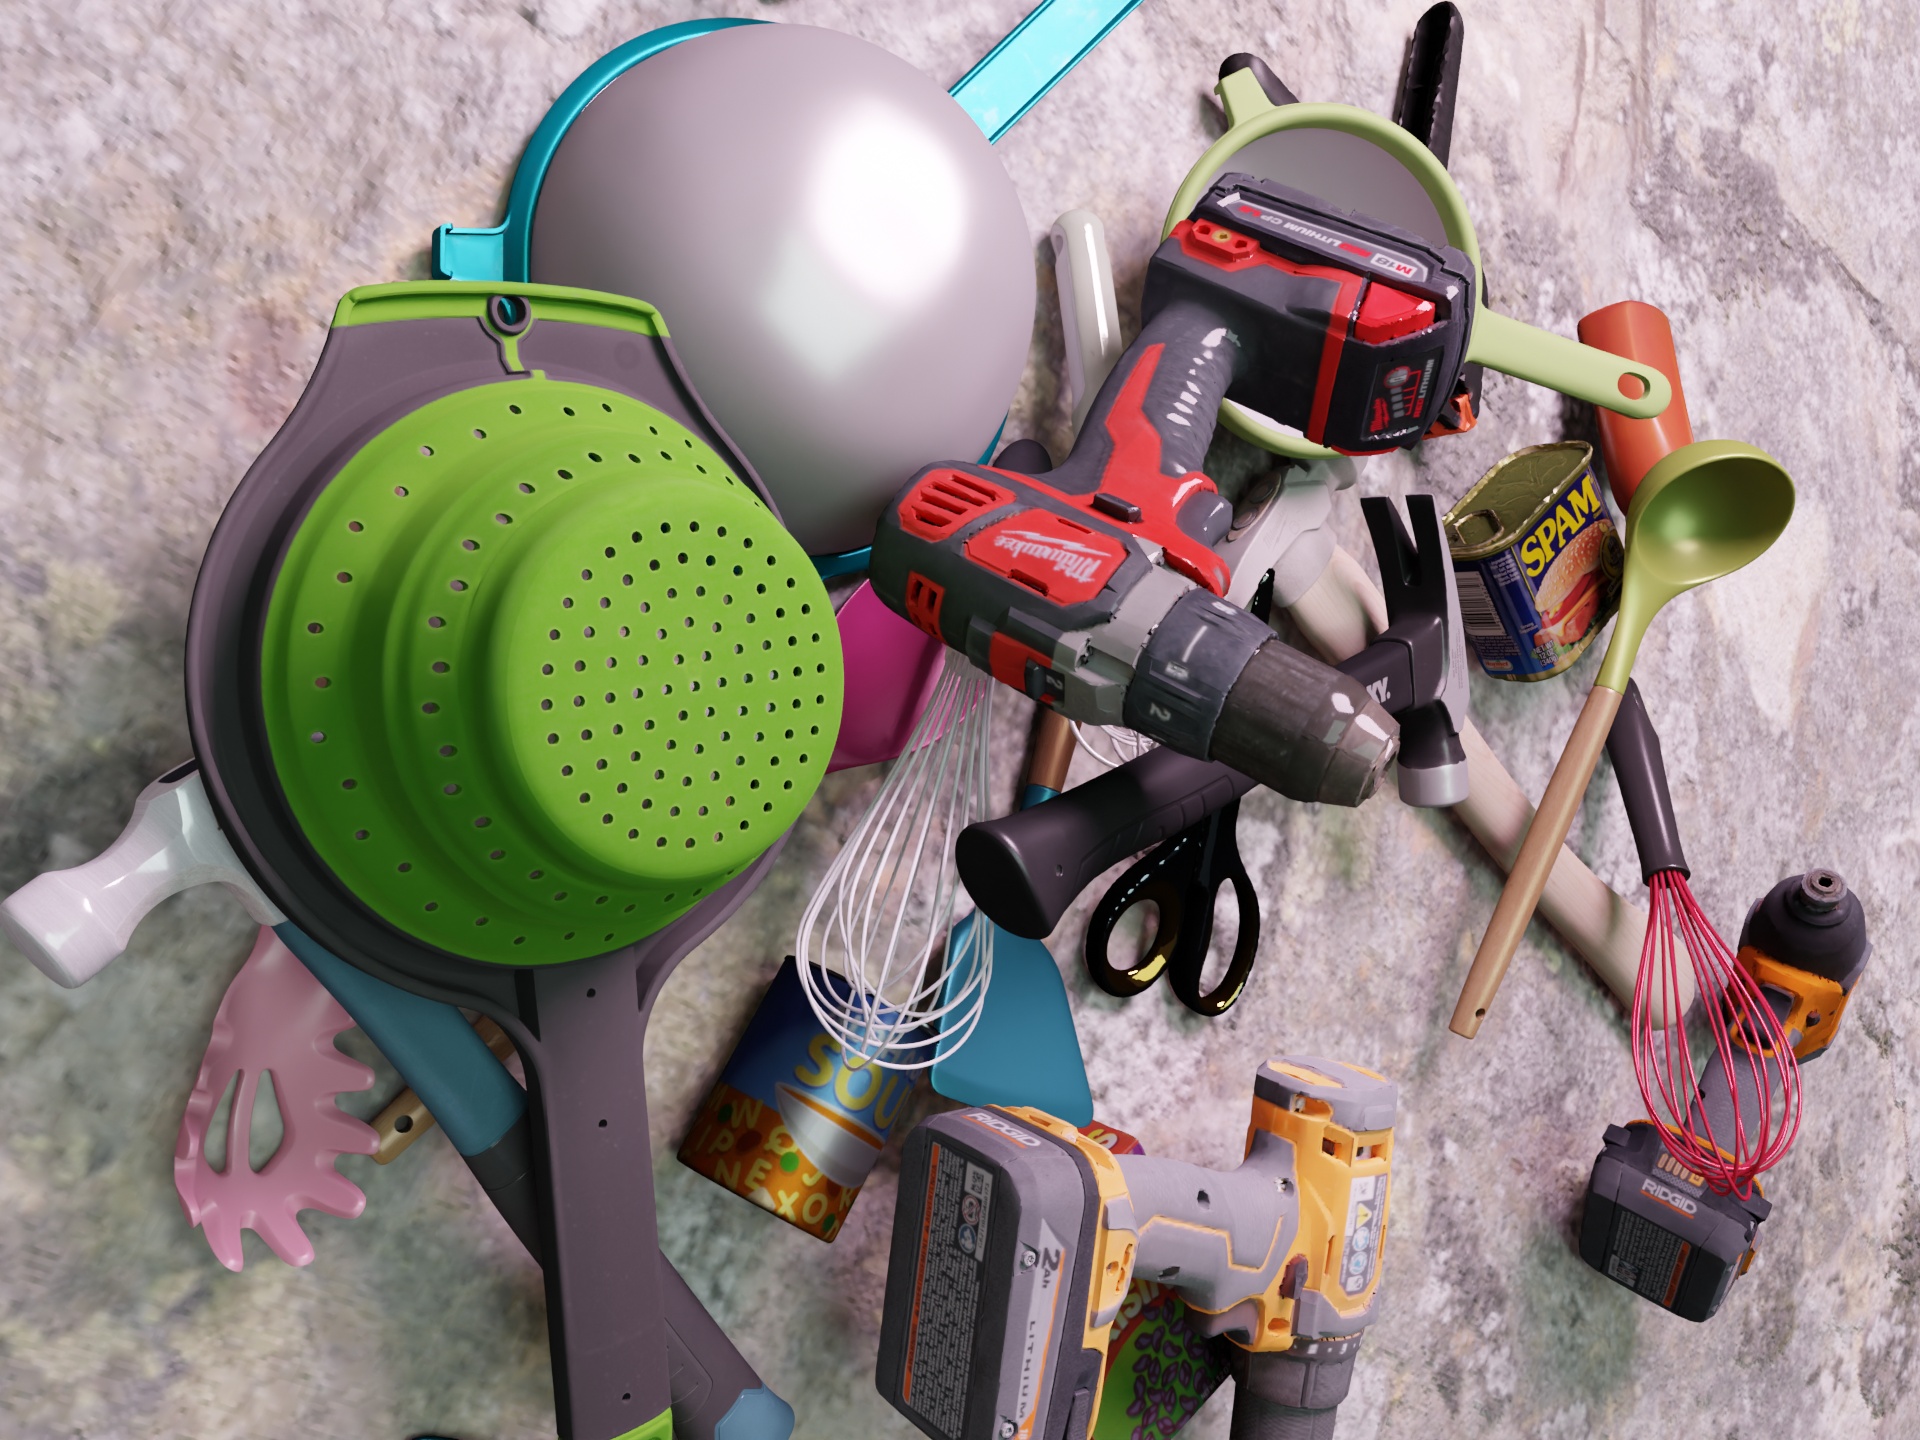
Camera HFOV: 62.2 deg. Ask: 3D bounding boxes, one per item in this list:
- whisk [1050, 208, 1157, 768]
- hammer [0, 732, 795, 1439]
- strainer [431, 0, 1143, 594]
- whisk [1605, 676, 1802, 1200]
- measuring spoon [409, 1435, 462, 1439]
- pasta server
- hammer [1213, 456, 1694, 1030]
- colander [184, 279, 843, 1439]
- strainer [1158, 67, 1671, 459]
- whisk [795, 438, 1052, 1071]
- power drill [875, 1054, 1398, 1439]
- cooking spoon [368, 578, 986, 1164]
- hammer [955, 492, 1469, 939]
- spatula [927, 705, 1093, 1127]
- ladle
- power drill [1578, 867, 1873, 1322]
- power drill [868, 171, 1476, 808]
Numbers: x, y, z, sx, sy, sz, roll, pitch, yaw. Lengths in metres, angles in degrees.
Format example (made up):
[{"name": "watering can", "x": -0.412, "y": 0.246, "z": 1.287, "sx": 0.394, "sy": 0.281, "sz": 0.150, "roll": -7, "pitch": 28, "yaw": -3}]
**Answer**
[{"name": "whisk", "x": 0.061, "y": -0.098, "z": 0.655, "sx": 0.059, "sy": 0.057, "sz": 0.246, "roll": -4, "pitch": 77, "yaw": -10}, {"name": "hammer", "x": -0.146, "y": 0.142, "z": 0.519, "sx": 0.128, "sy": 0.033, "sz": 0.330, "roll": -47, "pitch": 122, "yaw": -34}, {"name": "strainer", "x": -0.009, "y": -0.204, "z": 0.590, "sx": 0.210, "sy": 0.095, "sz": 0.340, "roll": 48, "pitch": 70, "yaw": -21}, {"name": "whisk", "x": 0.362, "y": 0.096, "z": 0.805, "sx": 0.073, "sy": 0.073, "sz": 0.296, "roll": 28, "pitch": 48, "yaw": -30}, {"name": "measuring spoon", "x": -0.139, "y": 0.276, "z": 0.564, "sx": 0.128, "sy": 0.021, "sz": 0.042, "roll": 31, "pitch": 83, "yaw": -19}, {"name": "pasta server", "x": -0.201, "y": 0.010, "z": 0.510, "sx": 0.060, "sy": 0.040, "sz": 0.316, "roll": 16, "pitch": 80, "yaw": -47}, {"name": "hammer", "x": 0.259, "y": 0.041, "z": 0.808, "sx": 0.410, "sy": 0.038, "sz": 0.146, "roll": 44, "pitch": 69, "yaw": -25}, {"name": "colander", "x": -0.097, "y": 0.069, "z": 0.468, "sx": 0.204, "sy": 0.094, "sz": 0.397, "roll": -10, "pitch": 100, "yaw": -40}, {"name": "strainer", "x": 0.199, "y": -0.179, "z": 0.726, "sx": 0.256, "sy": 0.069, "sz": 0.151, "roll": 14, "pitch": 92, "yaw": -15}, {"name": "whisk", "x": -0.001, "y": -0.001, "z": 0.594, "sx": 0.070, "sy": 0.070, "sz": 0.285, "roll": 36, "pitch": 50, "yaw": -28}, {"name": "power drill", "x": 0.080, "y": 0.231, "z": 0.620, "sx": 0.226, "sy": 0.084, "sz": 0.185, "roll": 5, "pitch": 93, "yaw": -38}, {"name": "cooking spoon", "x": -0.092, "y": 0.042, "z": 0.592, "sx": 0.319, "sy": 0.017, "sz": 0.068, "roll": -44, "pitch": 104, "yaw": -25}, {"name": "hammer", "x": 0.115, "y": 0.004, "z": 0.622, "sx": 0.334, "sy": 0.035, "sz": 0.146, "roll": -21, "pitch": 108, "yaw": -46}, {"name": "spatula", "x": 0.049, "y": 0.005, "z": 0.668, "sx": 0.082, "sy": 0.044, "sz": 0.317, "roll": 21, "pitch": 77, "yaw": -29}, {"name": "ladle", "x": 0.316, "y": 0.011, "z": 0.780, "sx": 0.078, "sy": 0.062, "sz": 0.320, "roll": 24, "pitch": 88, "yaw": -23}, {"name": "power drill", "x": 0.418, "y": 0.189, "z": 0.853, "sx": 0.226, "sy": 0.084, "sz": 0.164, "roll": -50, "pitch": 145, "yaw": -23}, {"name": "power drill", "x": 0.101, "y": -0.082, "z": 0.564, "sx": 0.227, "sy": 0.188, "sz": 0.080, "roll": -50, "pitch": 156, "yaw": -26}]
